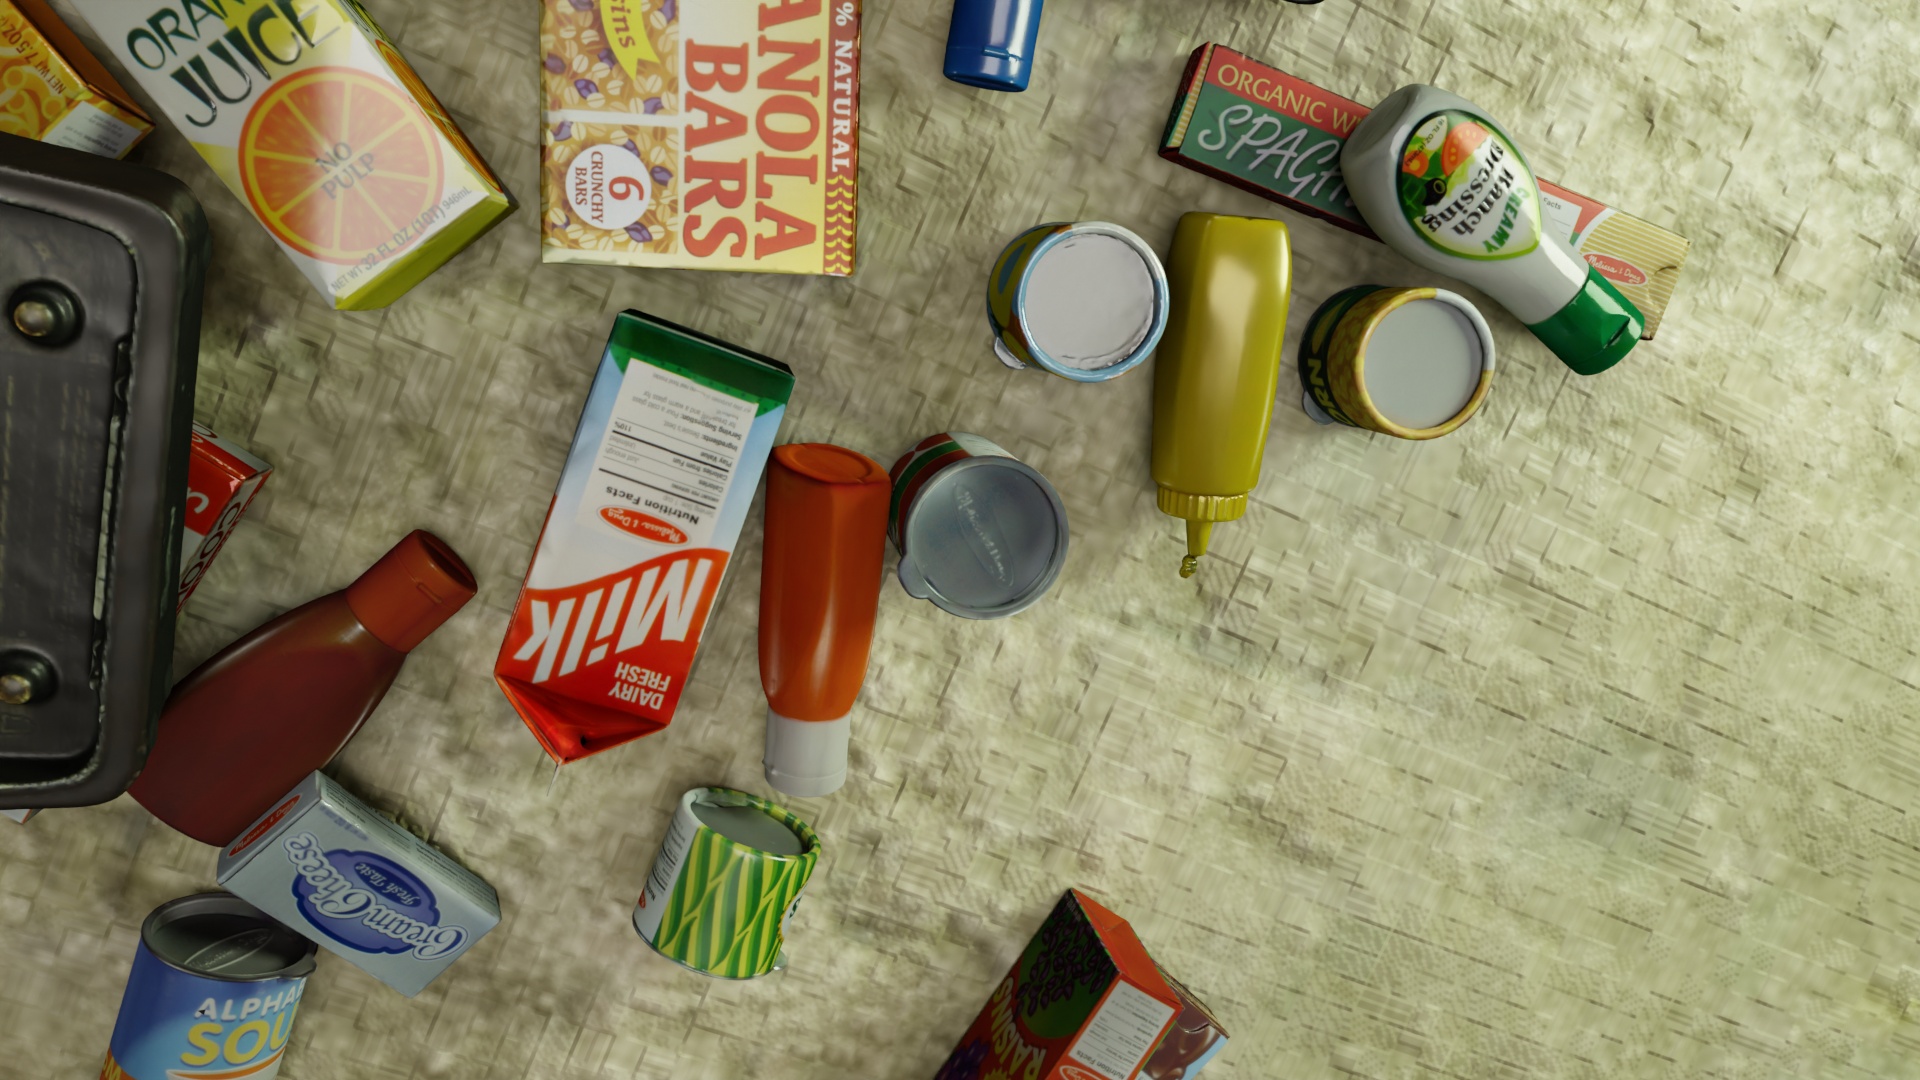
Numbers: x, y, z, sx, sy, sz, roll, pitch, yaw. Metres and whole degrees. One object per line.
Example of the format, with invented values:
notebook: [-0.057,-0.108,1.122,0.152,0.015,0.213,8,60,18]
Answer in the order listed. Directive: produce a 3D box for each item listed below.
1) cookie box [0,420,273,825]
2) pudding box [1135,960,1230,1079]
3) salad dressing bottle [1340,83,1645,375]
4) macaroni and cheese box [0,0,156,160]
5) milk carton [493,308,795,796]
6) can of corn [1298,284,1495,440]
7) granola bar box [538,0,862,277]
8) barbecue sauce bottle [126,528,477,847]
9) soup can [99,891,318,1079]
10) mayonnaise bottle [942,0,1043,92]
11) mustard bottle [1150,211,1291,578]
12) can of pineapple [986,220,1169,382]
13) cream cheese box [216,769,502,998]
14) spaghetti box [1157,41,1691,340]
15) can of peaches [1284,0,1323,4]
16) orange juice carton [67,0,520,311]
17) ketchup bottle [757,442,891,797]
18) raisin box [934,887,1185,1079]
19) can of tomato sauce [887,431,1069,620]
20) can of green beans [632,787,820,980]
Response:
cookie box: [-0.374,0.008,0.542,0.123,0.040,0.167,34,93,-14]
pudding box: [0.083,0.251,0.674,0.049,0.030,0.083,43,91,-13]
salad dressing bottle: [0.228,-0.129,0.589,0.147,0.044,0.064,37,93,-15]
macaroni and cheese box: [-0.394,-0.138,0.491,0.166,0.040,0.124,-44,83,0]
milk carton: [-0.134,0.007,0.568,0.073,0.072,0.190,19,96,-13]
can of corn: [0.191,-0.078,0.616,0.071,0.058,0.071,-2,101,-9]
granola bar box: [-0.102,-0.191,0.553,0.124,0.039,0.165,1,100,-9]
barbecue sauce bottle: [-0.266,0.057,0.568,0.148,0.044,0.064,-41,119,-1]
soup can: [-0.311,0.201,0.576,0.071,0.071,0.083,18,98,-13]
mayonnaise bottle: [0.022,-0.260,0.561,0.065,0.041,0.147,9,100,-10]
mustard bottle: [0.110,-0.061,0.605,0.049,0.065,0.159,2,106,-5]
can of pineapple: [0.048,-0.100,0.587,0.071,0.058,0.071,-2,102,-10]
cream cheese box: [-0.249,0.146,0.583,0.053,0.024,0.103,-41,123,-1]
spaghetti box: [0.208,-0.153,0.620,0.250,0.029,0.050,17,97,-13]
can of peaches: [0.134,-0.265,0.567,0.071,0.071,0.058,30,95,-14]
orange juice carton: [-0.257,-0.182,0.510,0.072,0.073,0.192,-37,104,-1]
ketchup bottle: [-0.062,0.036,0.594,0.044,0.065,0.148,-6,112,-33]
raisin box: [0.040,0.234,0.635,0.040,0.086,0.123,33,94,-16]
can of tomato sauce: [0.002,-0.007,0.583,0.071,0.083,0.071,-2,101,-9]
can of green beans: [-0.101,0.148,0.604,0.071,0.071,0.057,21,96,-13]
